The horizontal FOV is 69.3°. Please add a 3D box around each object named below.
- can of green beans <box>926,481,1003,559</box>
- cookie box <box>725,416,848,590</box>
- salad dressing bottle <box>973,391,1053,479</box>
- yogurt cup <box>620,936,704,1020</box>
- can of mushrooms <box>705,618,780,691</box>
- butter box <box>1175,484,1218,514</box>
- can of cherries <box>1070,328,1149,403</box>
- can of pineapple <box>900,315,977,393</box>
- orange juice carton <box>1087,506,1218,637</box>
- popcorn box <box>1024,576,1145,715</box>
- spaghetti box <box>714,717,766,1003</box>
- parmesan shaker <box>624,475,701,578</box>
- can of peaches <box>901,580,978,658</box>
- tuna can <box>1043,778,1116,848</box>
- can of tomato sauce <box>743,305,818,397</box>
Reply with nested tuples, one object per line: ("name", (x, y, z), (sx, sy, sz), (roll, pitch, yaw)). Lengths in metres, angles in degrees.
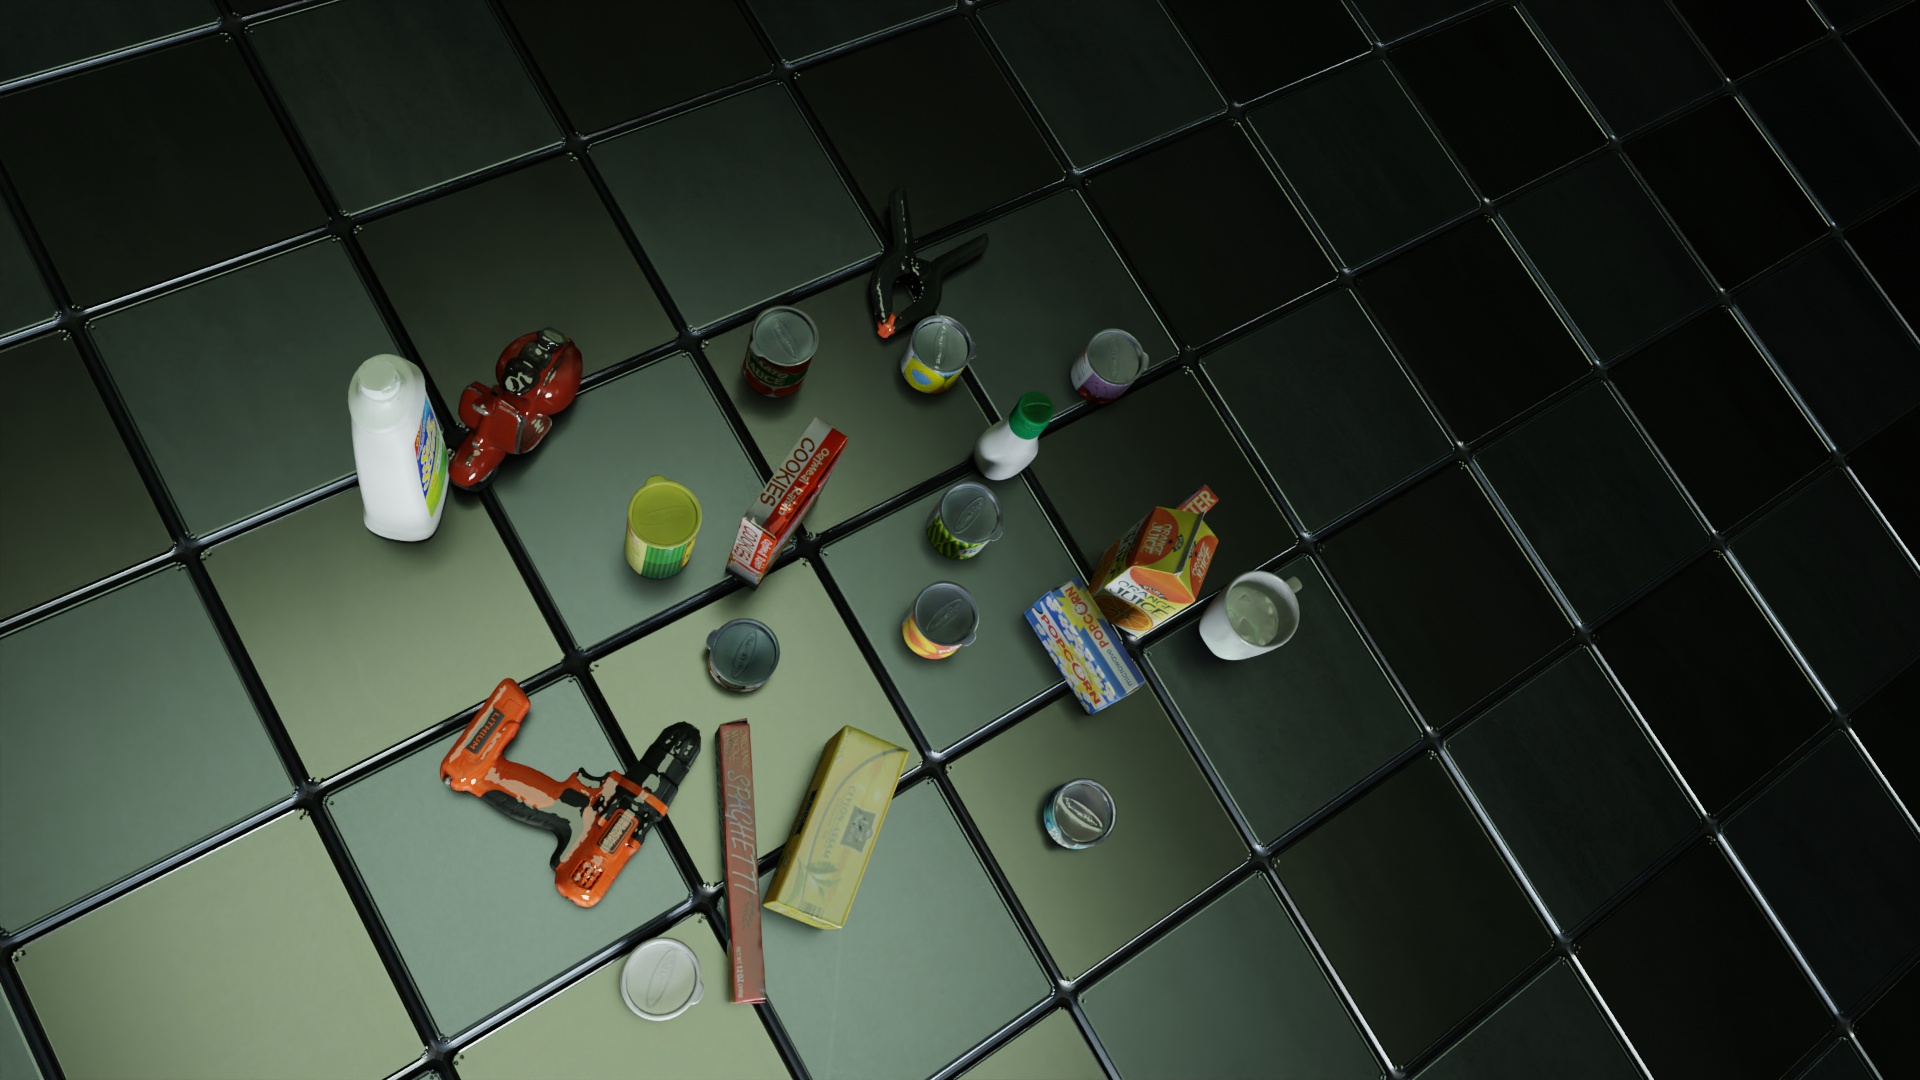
("can of green beans", (0.004, -0.020, 1.416), (0.071, 0.057, 0.071), (5, 71, -14))
("cookie box", (-0.166, -0.032, 1.314), (0.040, 0.167, 0.123), (33, 67, -3))
("salad dressing bottle", (0.056, -0.106, 1.411), (0.064, 0.147, 0.044), (-5, 74, -17))
("yogurt cup", (-0.262, 0.381, 1.209), (0.072, 0.053, 0.072), (5, 71, -14))
("can of mushrooms", (-0.210, 0.109, 1.327), (0.071, 0.033, 0.071), (5, 71, -14))
("butter box", (0.225, -0.014, 1.478), (0.104, 0.053, 0.024), (-40, 86, -23))
("can of cherries", (0.163, -0.188, 1.517), (0.071, 0.058, 0.071), (5, 71, -14))
("can of pineapple", (-0.024, -0.195, 1.467), (0.071, 0.057, 0.071), (5, 71, -14))
("orange juice carton", (0.193, 0.028, 1.379), (0.073, 0.192, 0.072), (28, 67, -5))
("popcorn box", (0.123, 0.107, 1.392), (0.038, 0.085, 0.127), (-29, 82, -22))
("spaghetti box", (-0.200, 0.289, 1.260), (0.029, 0.050, 0.250), (-1, 72, -16))
("parmesan shaker", (-0.282, -0.011, 1.309), (0.071, 0.102, 0.071), (5, 71, -14))
("can of peaches", (-0.019, 0.081, 1.376), (0.071, 0.058, 0.071), (5, 71, -14))
("tuna can", (0.116, 0.271, 1.363), (0.071, 0.032, 0.071), (5, 71, -14))
("can of tomato sauce", (-0.184, -0.189, 1.407), (0.071, 0.082, 0.071), (5, 71, -14))
